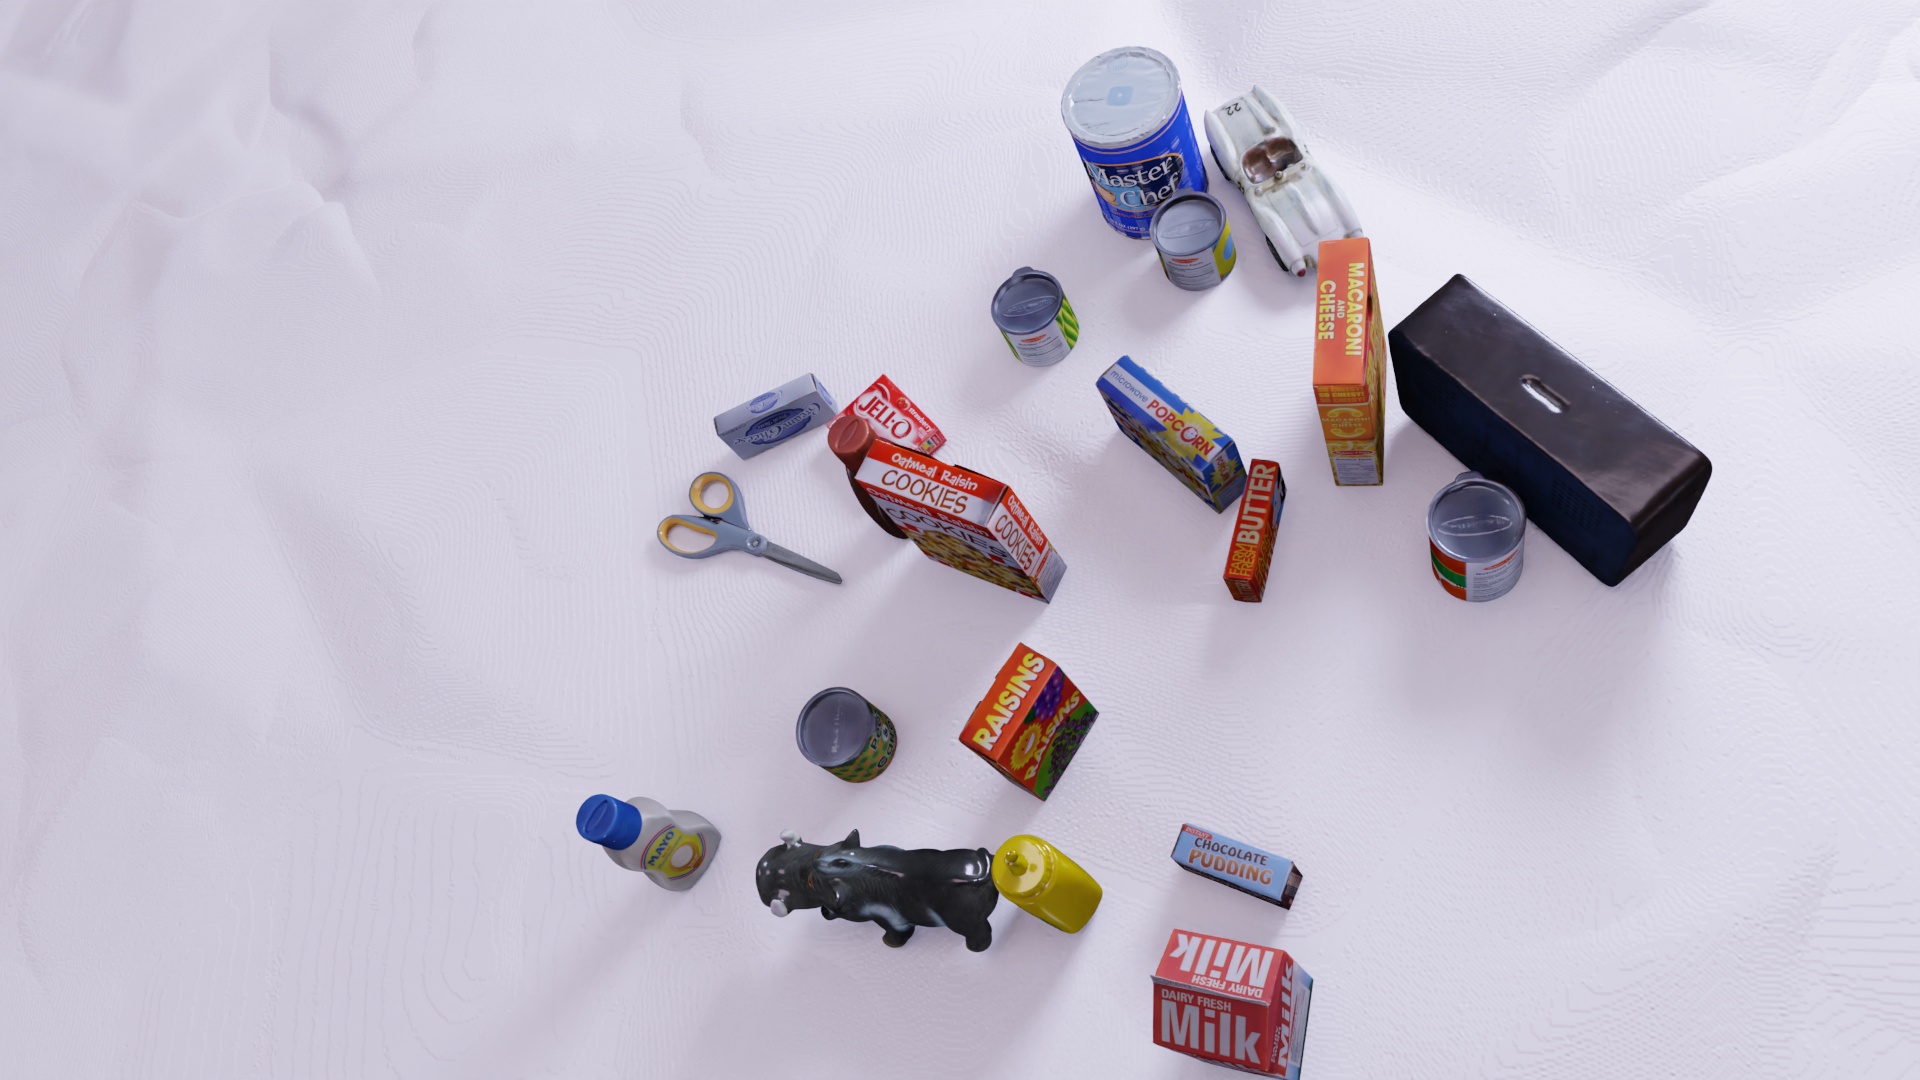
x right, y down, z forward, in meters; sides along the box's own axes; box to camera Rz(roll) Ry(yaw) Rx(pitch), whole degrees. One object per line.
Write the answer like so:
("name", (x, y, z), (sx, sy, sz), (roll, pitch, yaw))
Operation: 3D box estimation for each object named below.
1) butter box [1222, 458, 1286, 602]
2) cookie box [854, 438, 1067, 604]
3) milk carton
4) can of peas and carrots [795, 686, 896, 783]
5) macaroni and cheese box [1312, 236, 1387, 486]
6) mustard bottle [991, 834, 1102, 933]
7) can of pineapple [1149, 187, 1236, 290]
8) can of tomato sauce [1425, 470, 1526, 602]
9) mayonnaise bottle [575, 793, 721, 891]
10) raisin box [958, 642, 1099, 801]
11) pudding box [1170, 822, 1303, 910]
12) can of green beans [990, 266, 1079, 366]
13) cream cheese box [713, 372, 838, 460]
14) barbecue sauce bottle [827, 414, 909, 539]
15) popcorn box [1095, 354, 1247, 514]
("butter box", (0.231, -0.007, 1.085), (0.024, 0.053, 0.104), (9, 70, 24))
("cookie box", (0.004, -0.014, 1.108), (0.123, 0.167, 0.040), (20, 76, 27))
("milk carton", (0.174, 0.297, 0.887), (0.072, 0.190, 0.073), (5, 69, 23))
("can of peas and carrots", (-0.089, 0.158, 1.127), (0.071, 0.058, 0.071), (-8, 64, 17))
("macaroni and cheese box", (0.298, -0.131, 1.052), (0.040, 0.166, 0.124), (0, 67, 21))
("mustard bottle", (0.054, 0.237, 0.977), (0.065, 0.160, 0.049), (31, 80, 29))
("can of pineapple", (0.204, -0.261, 1.210), (0.071, 0.057, 0.071), (-8, 64, 17))
("can of tomato sauce", (0.375, -0.001, 1.011), (0.071, 0.083, 0.071), (-8, 64, 17))
("mayonnaise bottle", (-0.248, 0.235, 1.099), (0.041, 0.147, 0.065), (28, 79, 29))
("raisin box", (0.054, 0.138, 1.045), (0.040, 0.123, 0.086), (28, 79, 29))
("pudding box", (0.197, 0.232, 0.990), (0.084, 0.049, 0.030), (16, 74, 26))
("can of green beans", (0.067, -0.196, 1.231), (0.071, 0.057, 0.071), (-8, 64, 17))
("cream cheese box", (-0.170, -0.114, 1.285), (0.104, 0.053, 0.024), (-24, 61, 9))
("barbecue sauce bottle", (-0.066, -0.056, 1.164), (0.044, 0.148, 0.065), (30, 80, 29))
("popcorn box", (0.172, -0.086, 1.125), (0.038, 0.085, 0.127), (-44, 59, -2))
